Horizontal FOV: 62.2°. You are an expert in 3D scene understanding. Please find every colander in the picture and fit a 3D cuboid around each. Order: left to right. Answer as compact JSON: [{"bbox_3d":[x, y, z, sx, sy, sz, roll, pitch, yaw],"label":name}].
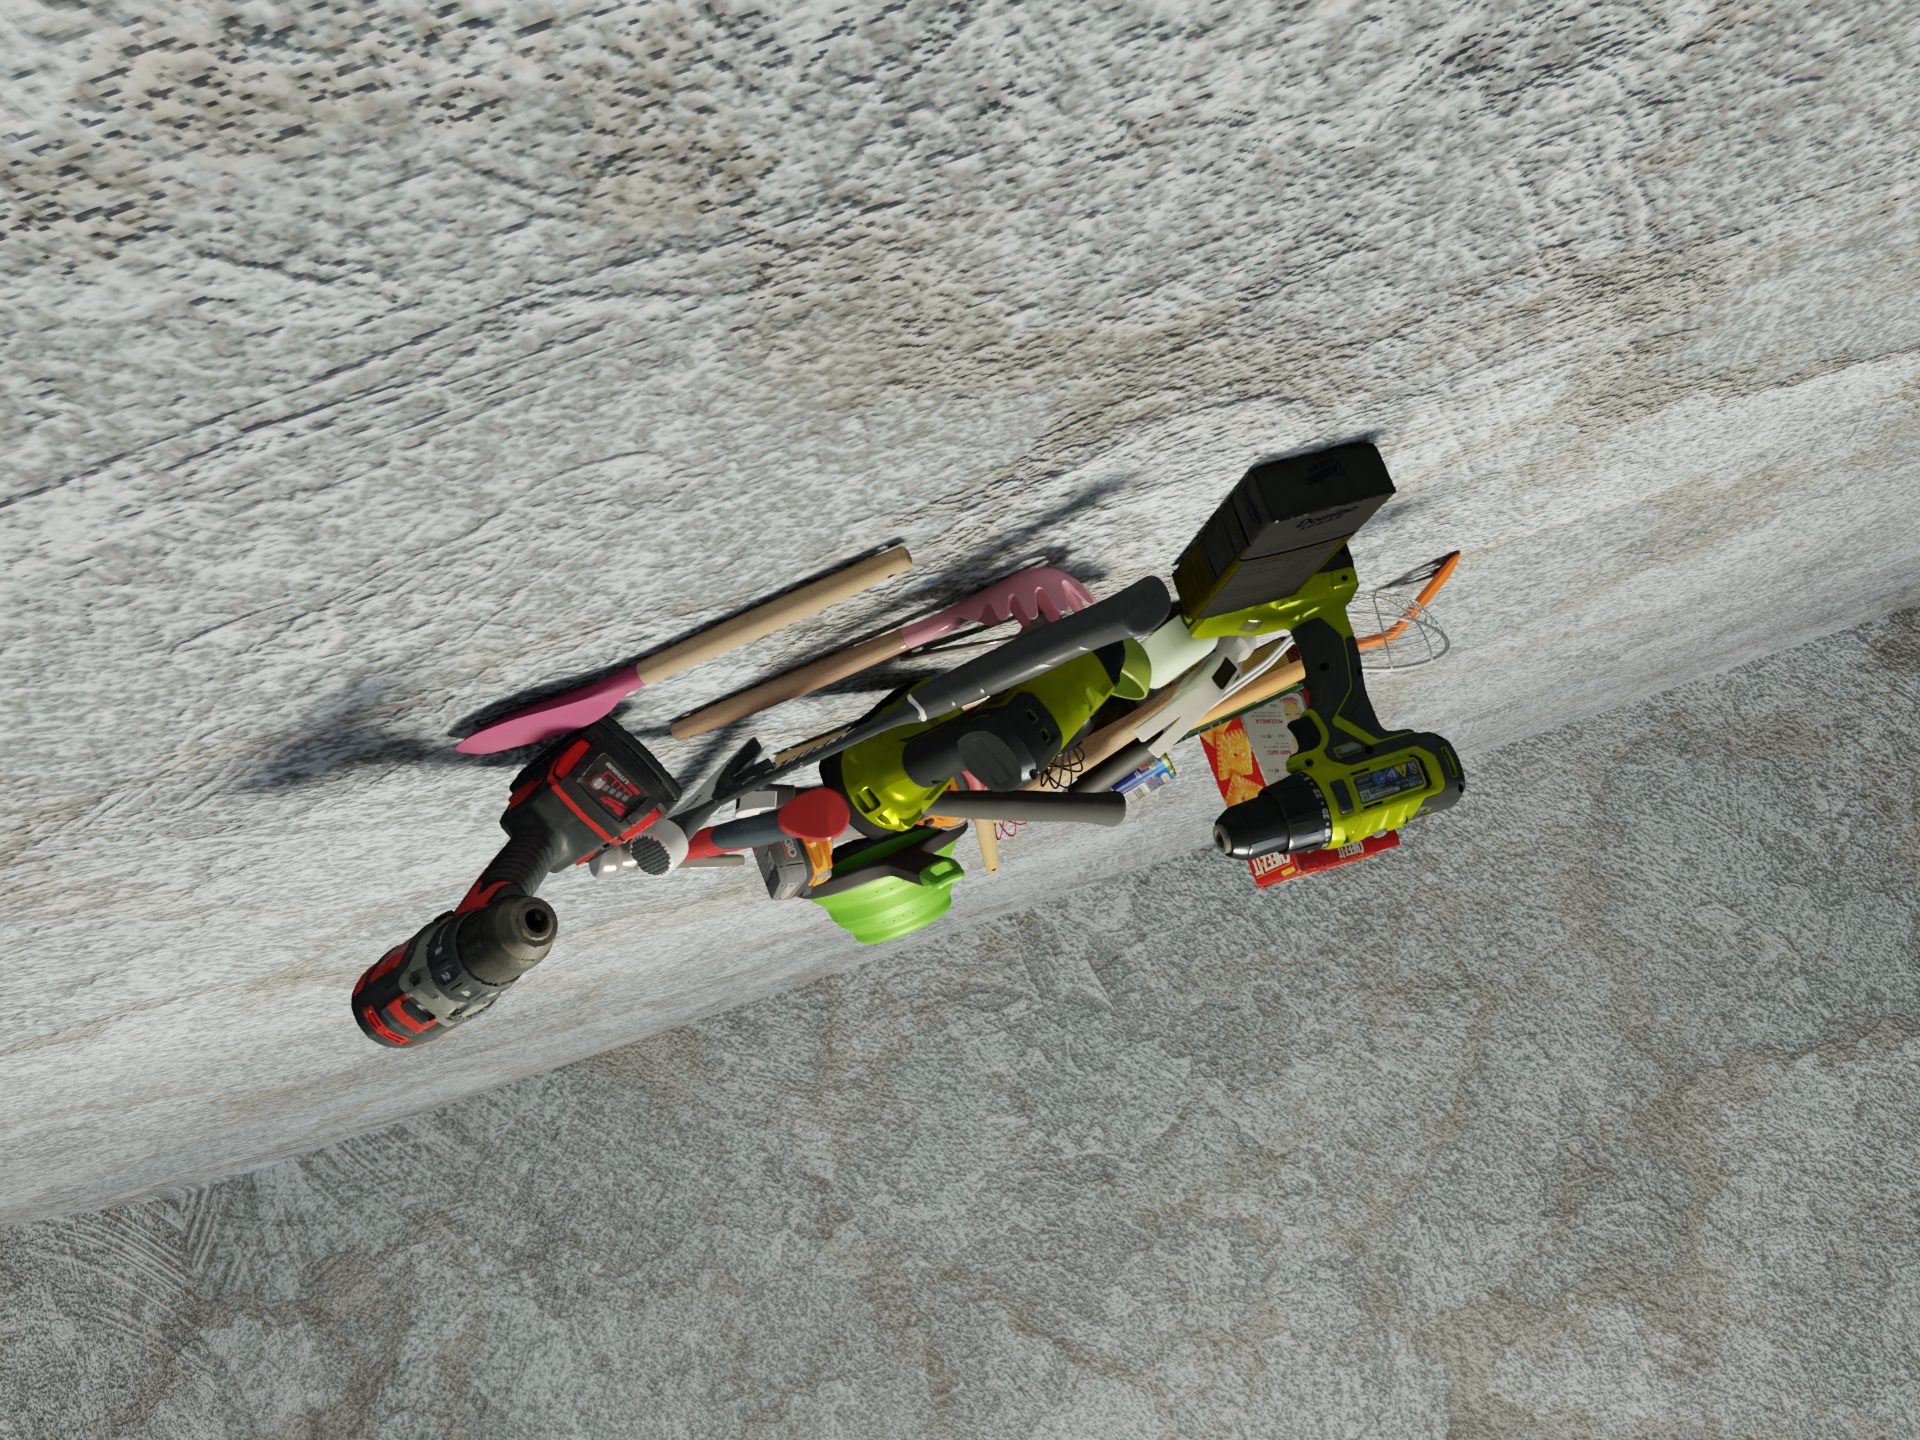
[{"bbox_3d":[-0.052,0.175,1.617,0.204,0.094,0.397,-23,-174,-15],"label":"colander"}]

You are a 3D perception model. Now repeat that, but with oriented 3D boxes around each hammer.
[{"bbox_3d":[-0.171,0.092,1.268,0.143,0.038,0.386,-1,172,-30],"label":"hammer"},{"bbox_3d":[-0.040,-0.003,1.052,0.409,0.036,0.149,-24,-166,31],"label":"hammer"},{"bbox_3d":[-0.024,0.070,1.361,0.334,0.035,0.146,2,170,-7],"label":"hammer"},{"bbox_3d":[0.124,0.024,1.420,0.331,0.031,0.130,-35,-169,47],"label":"hammer"}]

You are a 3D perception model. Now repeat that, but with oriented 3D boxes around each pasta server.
[{"bbox_3d":[-0.059,-0.039,1.082,0.316,0.040,0.060,-21,173,16],"label":"pasta server"}]

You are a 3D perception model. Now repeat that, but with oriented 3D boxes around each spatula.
[{"bbox_3d":[0.316,-0.059,1.458,0.322,0.041,0.081,-25,166,5],"label":"spatula"}]

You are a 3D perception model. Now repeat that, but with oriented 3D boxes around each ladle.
[{"bbox_3d":[-0.002,-0.004,1.277,0.320,0.062,0.078,-19,152,13],"label":"ladle"},{"bbox_3d":[0.016,0.071,1.454,0.069,0.031,0.315,-21,150,-6],"label":"ladle"}]

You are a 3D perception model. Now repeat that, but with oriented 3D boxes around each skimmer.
[{"bbox_3d":[0.251,-0.001,1.402,0.363,0.090,0.127,-36,-167,25],"label":"skimmer"}]

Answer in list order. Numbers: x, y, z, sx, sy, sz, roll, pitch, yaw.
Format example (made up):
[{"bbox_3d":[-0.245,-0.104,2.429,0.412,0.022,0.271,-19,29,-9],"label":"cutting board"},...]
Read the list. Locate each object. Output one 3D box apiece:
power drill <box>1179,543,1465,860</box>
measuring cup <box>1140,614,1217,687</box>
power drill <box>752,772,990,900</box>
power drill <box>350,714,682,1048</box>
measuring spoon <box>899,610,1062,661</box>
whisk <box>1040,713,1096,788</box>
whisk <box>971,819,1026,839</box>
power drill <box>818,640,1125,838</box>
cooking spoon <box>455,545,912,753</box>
[{"bbox_3d":[0.252,-0.013,1.197,0.190,0.229,0.080,-16,167,-14],"label":"power drill"},{"bbox_3d":[0.181,-0.054,1.335,0.083,0.038,0.167,-37,171,6],"label":"measuring cup"},{"bbox_3d":[-0.086,0.098,1.540,0.226,0.084,0.164,-19,168,-17],"label":"power drill"},{"bbox_3d":[-0.266,0.096,0.990,0.188,0.080,0.227,-30,-160,40],"label":"power drill"},{"bbox_3d":[0.015,-0.062,1.156,0.124,0.018,0.034,-12,174,-1],"label":"measuring spoon"},{"bbox_3d":[0.082,0.017,1.253,0.055,0.055,0.239,-17,170,-6],"label":"whisk"},{"bbox_3d":[0.046,0.061,1.629,0.073,0.073,0.295,-17,161,-9],"label":"whisk"},{"bbox_3d":[0.014,0.001,1.137,0.223,0.080,0.171,-22,-162,48],"label":"power drill"},{"bbox_3d":[-0.171,-0.038,0.966,0.319,0.017,0.068,-22,168,16],"label":"cooking spoon"}]
